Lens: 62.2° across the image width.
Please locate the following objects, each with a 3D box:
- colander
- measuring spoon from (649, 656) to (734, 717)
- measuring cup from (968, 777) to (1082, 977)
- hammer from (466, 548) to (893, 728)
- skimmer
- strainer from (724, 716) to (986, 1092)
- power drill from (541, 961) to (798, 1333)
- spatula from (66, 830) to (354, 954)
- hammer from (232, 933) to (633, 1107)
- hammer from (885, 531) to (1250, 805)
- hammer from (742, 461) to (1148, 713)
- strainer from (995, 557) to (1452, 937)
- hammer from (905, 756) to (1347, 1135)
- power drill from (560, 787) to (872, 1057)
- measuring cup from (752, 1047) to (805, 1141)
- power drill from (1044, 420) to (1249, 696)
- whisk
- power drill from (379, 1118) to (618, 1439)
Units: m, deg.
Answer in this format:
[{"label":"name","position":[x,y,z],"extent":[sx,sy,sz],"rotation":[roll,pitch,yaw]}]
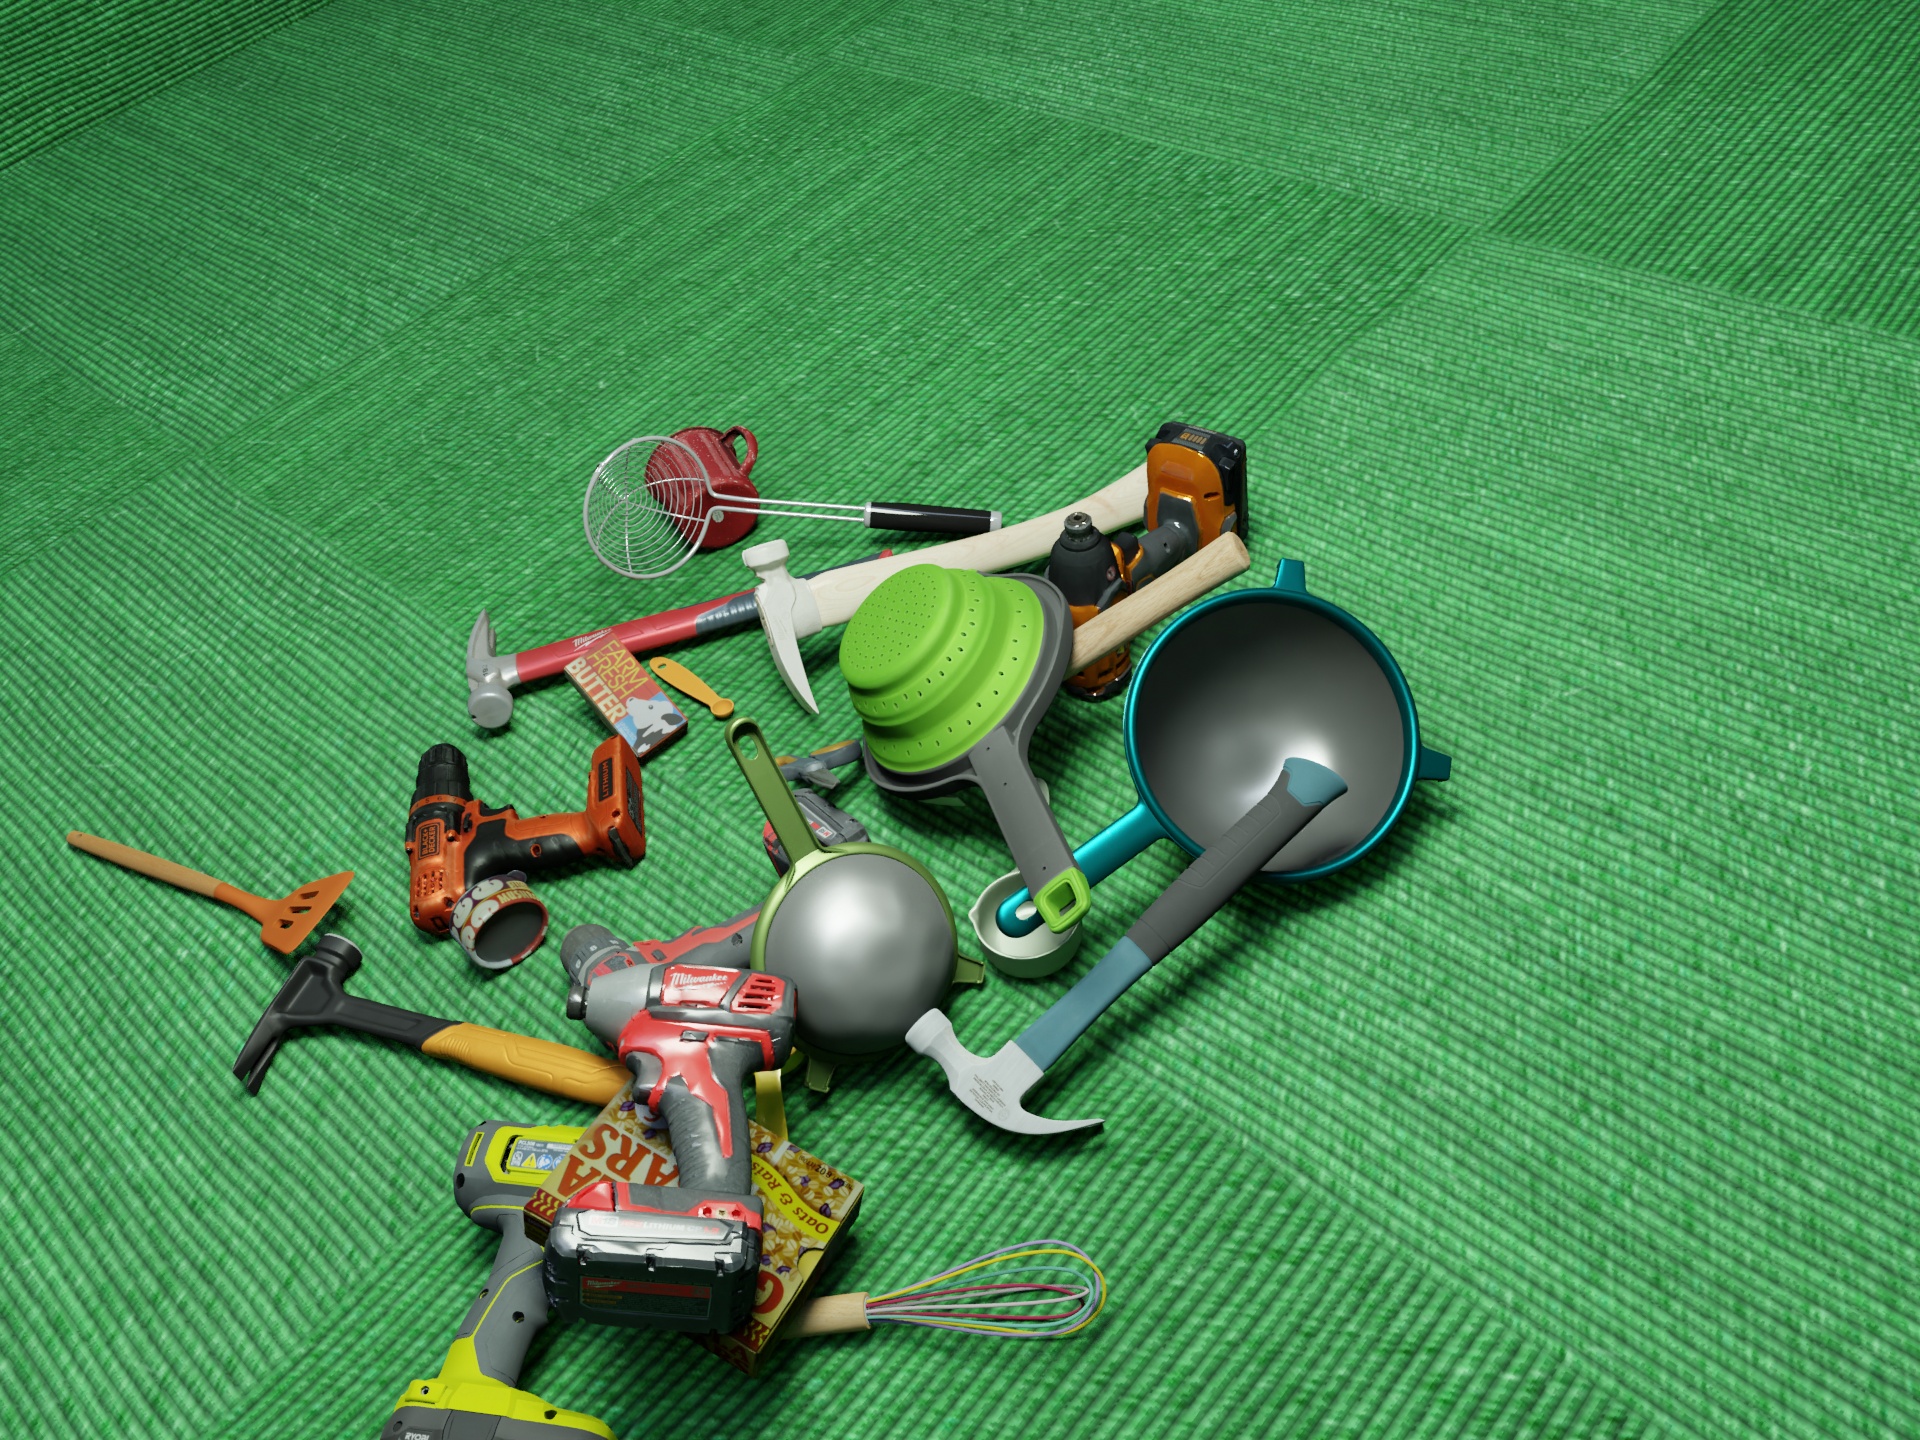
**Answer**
[{"label":"colander","position":[-0.002,-0.004,1.130],"extent":[0.204,0.094,0.398],"rotation":[-41,36,13]},{"label":"measuring spoon","position":[-0.233,-0.028,1.374],"extent":[0.021,0.011,0.117],"rotation":[-37,47,-26]},{"label":"measuring cup","position":[0.053,0.114,1.154],"extent":[0.083,0.038,0.168],"rotation":[-3,45,10]},{"label":"hammer","position":[-0.246,-0.095,1.415],"extent":[0.386,0.038,0.143],"rotation":[-16,39,-3]},{"label":"skimmer","position":[-0.143,-0.179,1.403],"extent":[0.363,0.127,0.090],"rotation":[4,19,-3]},{"label":"strainer","position":[-0.081,0.111,1.043],"extent":[0.151,0.256,0.069],"rotation":[-32,14,-22]},{"label":"power drill","position":[-0.175,0.236,0.937],"extent":[0.143,0.078,0.220],"rotation":[7,42,-6]},{"label":"spatula","position":[-0.623,0.127,1.296],"extent":[0.323,0.041,0.081],"rotation":[13,52,25]},{"label":"hammer","position":[-0.354,0.238,1.134],"extent":[0.337,0.034,0.127],"rotation":[8,49,20]},{"label":"hammer","position":[0.071,-0.040,1.197],"extent":[0.331,0.031,0.130],"rotation":[-32,40,23]},{"label":"hammer","position":[0.026,-0.135,1.362],"extent":[0.410,0.146,0.038],"rotation":[-20,10,-18]},{"label":"strainer","position":[0.162,0.053,1.135],"extent":[0.340,0.095,0.211],"rotation":[-35,83,-10]},{"label":"hammer","position":[0.126,0.141,1.048],"extent":[0.331,0.033,0.128],"rotation":[-42,77,-10]},{"label":"power drill","position":[-0.176,0.145,1.137],"extent":[0.227,0.080,0.188],"rotation":[-34,28,-18]},{"label":"measuring cup","position":[-0.126,0.260,1.073],"extent":[0.062,0.029,0.157],"rotation":[-9,56,2]},{"label":"power drill","position":[0.147,-0.146,1.289],"extent":[0.084,0.164,0.226],"rotation":[22,54,30]},{"label":"whisk","position":[-0.034,0.354,0.949],"extent":[0.245,0.047,0.051],"rotation":[-10,34,10]},{"label":"power drill","position":[-0.235,0.355,0.968],"extent":[0.190,0.080,0.229],"rotation":[5,46,6]}]
